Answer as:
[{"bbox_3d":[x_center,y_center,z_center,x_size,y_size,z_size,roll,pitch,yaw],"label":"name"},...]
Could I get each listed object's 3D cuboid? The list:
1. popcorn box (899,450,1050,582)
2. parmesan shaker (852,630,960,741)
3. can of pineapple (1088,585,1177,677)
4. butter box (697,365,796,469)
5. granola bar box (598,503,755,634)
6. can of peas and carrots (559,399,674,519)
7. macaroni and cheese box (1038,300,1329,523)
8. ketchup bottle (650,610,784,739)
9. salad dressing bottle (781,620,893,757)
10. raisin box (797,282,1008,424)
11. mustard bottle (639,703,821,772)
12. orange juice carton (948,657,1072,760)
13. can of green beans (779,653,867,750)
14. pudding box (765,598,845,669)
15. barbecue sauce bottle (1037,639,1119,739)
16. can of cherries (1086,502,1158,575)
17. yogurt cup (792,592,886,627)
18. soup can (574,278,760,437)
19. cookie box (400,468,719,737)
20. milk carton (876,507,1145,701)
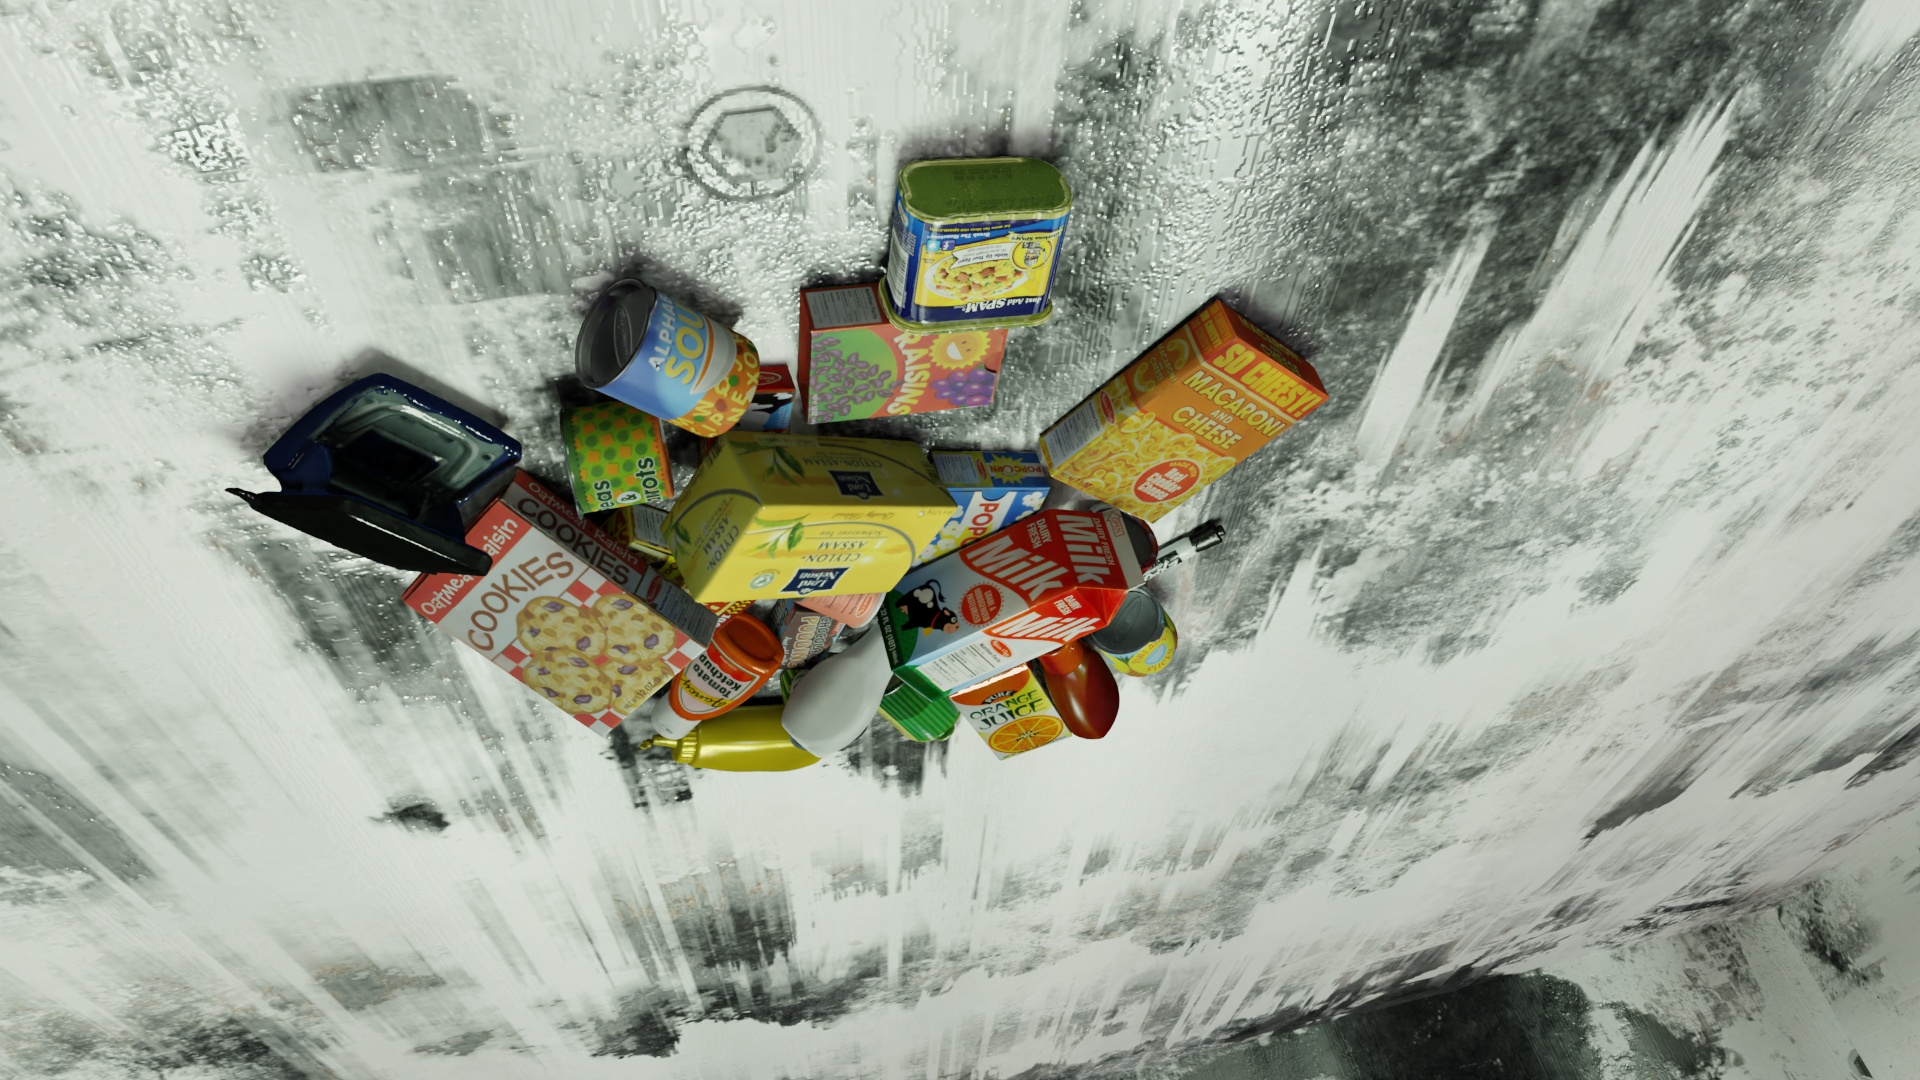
[{"bbox_3d":[0.004,-0.013,1.030,0.085,0.038,0.126,0,143,-21],"label":"popcorn box"},{"bbox_3d":[-0.046,0.123,1.173,0.071,0.071,0.102,-24,145,10],"label":"parmesan shaker"},{"bbox_3d":[0.150,0.079,1.197,0.071,0.071,0.057,-25,146,12],"label":"can of pineapple"},{"bbox_3d":[-0.140,-0.069,0.898,0.053,0.024,0.103,-5,145,-19],"label":"butter box"},{"bbox_3d":[-0.238,0.047,1.010,0.165,0.039,0.124,-37,141,28],"label":"granola bar box"},{"bbox_3d":[-0.210,-0.051,0.852,0.059,0.071,0.070,-11,146,-10],"label":"can of peas and carrots"},{"bbox_3d":[0.158,-0.087,0.988,0.166,0.040,0.123,-38,141,29],"label":"macaroni and cheese box"},{"bbox_3d":[-0.200,0.112,1.106,0.064,0.044,0.148,41,132,-7],"label":"ketchup bottle"},{"bbox_3d":[-0.078,0.104,1.106,0.148,0.064,0.044,-47,158,-5],"label":"salad dressing bottle"},{"bbox_3d":[-0.037,-0.119,0.860,0.123,0.040,0.085,-8,144,-14],"label":"raisin box"},{"bbox_3d":[-0.196,0.170,1.195,0.160,0.049,0.065,4,144,-27],"label":"mustard bottle"},{"bbox_3d":[0.032,0.114,1.192,0.072,0.073,0.192,-21,146,8],"label":"orange juice carton"},{"bbox_3d":[-0.116,0.137,1.174,0.071,0.058,0.071,-11,146,-8],"label":"can of green beans"},{"bbox_3d":[-0.124,0.069,1.098,0.050,0.030,0.083,4,141,-29],"label":"pudding box"},{"bbox_3d":[0.097,0.114,1.182,0.043,0.065,0.148,4,151,25],"label":"barbecue sauce bottle"},{"bbox_3d":[0.114,0.014,1.087,0.071,0.072,0.058,5,140,-29],"label":"can of cherries"},{"bbox_3d":[-0.091,0.026,1.023,0.054,0.073,0.072,18,134,-29],"label":"yogurt cup"},{"bbox_3d":[-0.165,-0.105,0.798,0.071,0.071,0.084,-36,142,26],"label":"soup can"},{"bbox_3d":[-0.268,0.046,0.932,0.167,0.040,0.122,40,120,-20],"label":"cookie box"},{"bbox_3d":[0.039,0.042,1.022,0.190,0.072,0.073,-25,146,13],"label":"milk carton"}]
